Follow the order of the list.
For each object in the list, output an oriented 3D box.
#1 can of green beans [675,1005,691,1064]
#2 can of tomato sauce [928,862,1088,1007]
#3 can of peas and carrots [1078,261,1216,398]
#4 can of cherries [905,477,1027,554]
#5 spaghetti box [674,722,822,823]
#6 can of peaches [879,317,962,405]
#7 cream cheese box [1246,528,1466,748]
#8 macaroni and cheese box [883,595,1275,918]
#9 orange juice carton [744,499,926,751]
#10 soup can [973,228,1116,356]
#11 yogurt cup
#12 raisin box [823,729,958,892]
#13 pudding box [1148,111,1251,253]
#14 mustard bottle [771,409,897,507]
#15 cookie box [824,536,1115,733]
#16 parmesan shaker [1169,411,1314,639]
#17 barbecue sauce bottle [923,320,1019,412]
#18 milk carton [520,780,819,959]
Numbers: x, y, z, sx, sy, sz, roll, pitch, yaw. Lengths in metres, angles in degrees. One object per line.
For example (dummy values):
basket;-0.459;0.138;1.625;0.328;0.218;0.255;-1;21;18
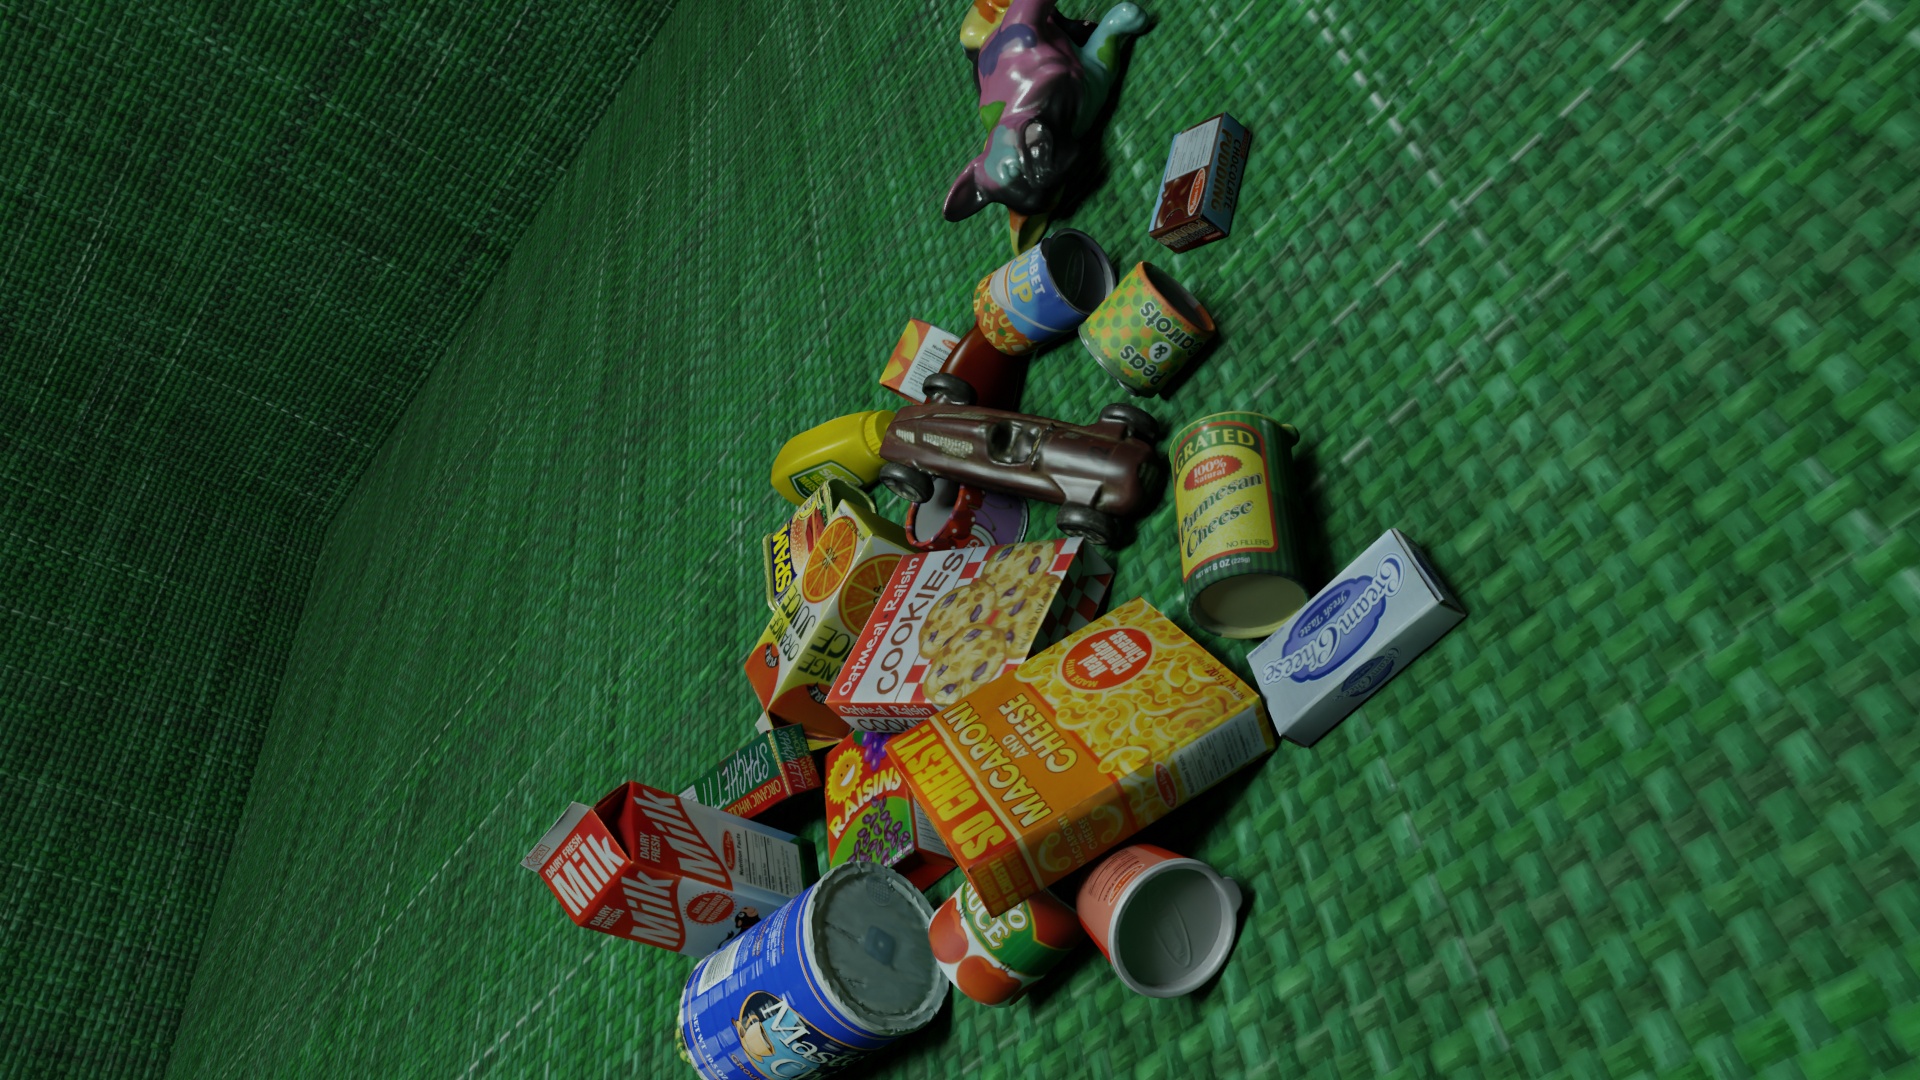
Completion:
can of green beans;-0.150;0.322;0.932;0.071;0.058;0.071;-36;40;38
can of tomato sauce;0.031;0.198;0.743;0.082;0.071;0.071;-50;33;22
can of peas and carrots;0.118;-0.131;0.872;0.058;0.071;0.071;-47;34;25
can of cherries;0.003;-0.012;0.959;0.071;0.058;0.072;-36;39;37
spaghetti box;-0.171;0.193;1.035;0.249;0.029;0.050;-37;69;52
can of peaches;-0.023;-0.134;1.088;0.071;0.071;0.058;26;90;59
cream cheese box;0.187;0.047;0.670;0.103;0.024;0.053;-47;35;25
macaroni and cheese box;0.058;0.107;0.722;0.167;0.040;0.124;-29;30;-10
orange juice carton;-0.097;0.075;1.028;0.192;0.073;0.072;-59;31;8
soup can;0.057;-0.178;0.994;0.083;0.071;0.071;-22;49;48
yogurt cup;0.092;0.180;0.675;0.072;0.072;0.054;-65;22;-3
raisin box;-0.048;0.175;0.911;0.085;0.040;0.124;-44;36;29
pudding box;0.160;-0.238;0.928;0.049;0.030;0.084;-9;59;53
mustard bottle;-0.089;-0.073;1.144;0.159;0.065;0.049;-24;44;42
cookie box;0.003;0.062;0.875;0.167;0.040;0.123;-7;46;46
parmesan shaker;0.150;-0.009;0.731;0.071;0.071;0.103;-35;41;39
barbecue sauce bottle;0.015;-0.122;1.028;0.043;0.065;0.149;-18;43;47
milk carton;-0.194;0.226;0.942;0.072;0.190;0.074;-49;33;23
